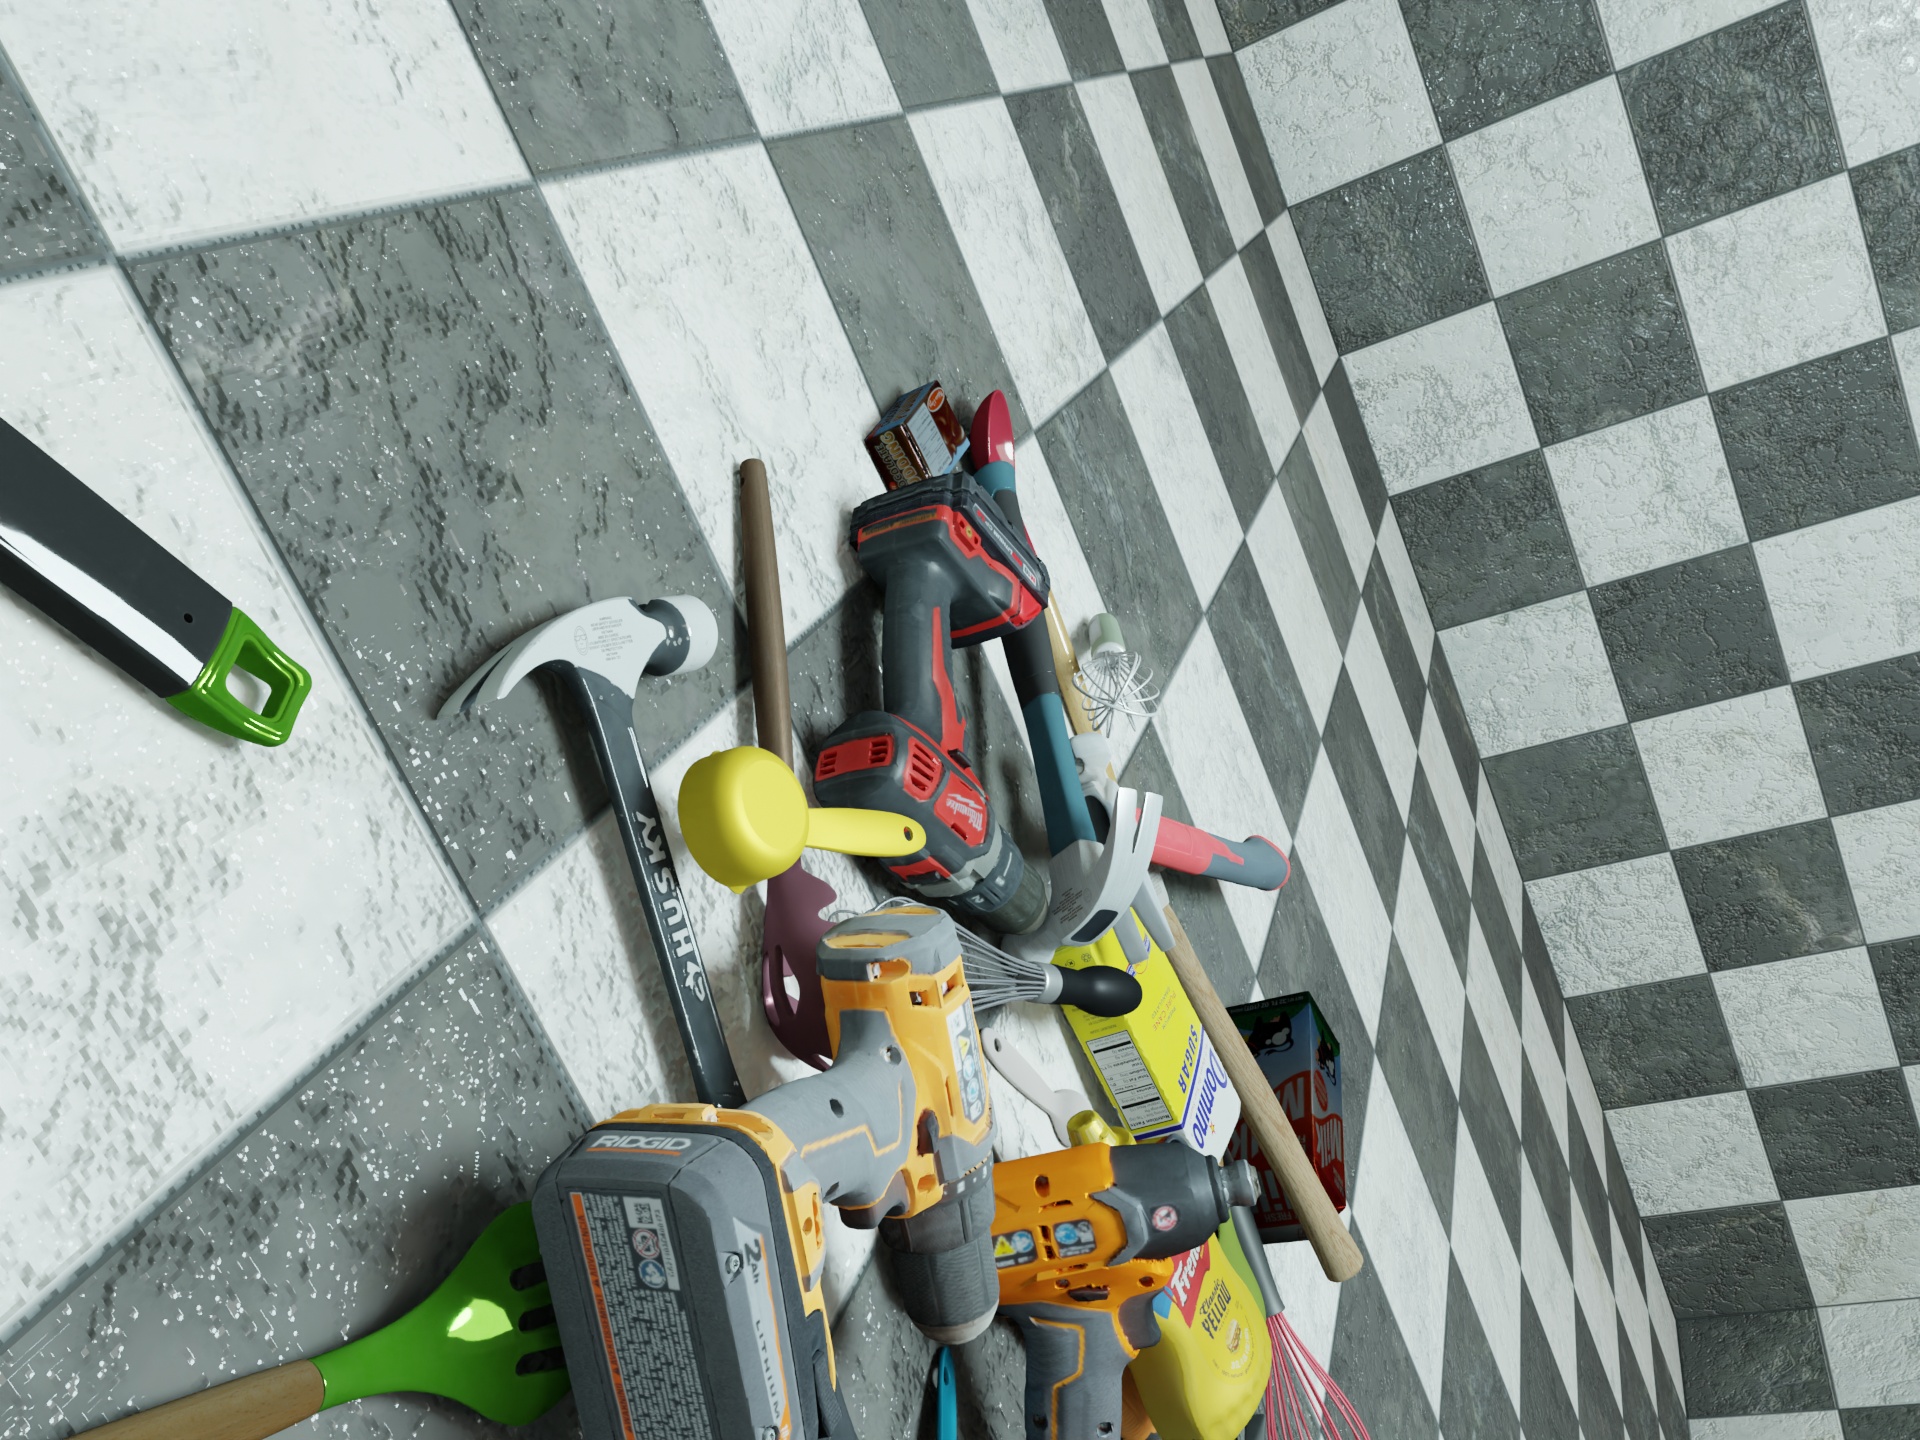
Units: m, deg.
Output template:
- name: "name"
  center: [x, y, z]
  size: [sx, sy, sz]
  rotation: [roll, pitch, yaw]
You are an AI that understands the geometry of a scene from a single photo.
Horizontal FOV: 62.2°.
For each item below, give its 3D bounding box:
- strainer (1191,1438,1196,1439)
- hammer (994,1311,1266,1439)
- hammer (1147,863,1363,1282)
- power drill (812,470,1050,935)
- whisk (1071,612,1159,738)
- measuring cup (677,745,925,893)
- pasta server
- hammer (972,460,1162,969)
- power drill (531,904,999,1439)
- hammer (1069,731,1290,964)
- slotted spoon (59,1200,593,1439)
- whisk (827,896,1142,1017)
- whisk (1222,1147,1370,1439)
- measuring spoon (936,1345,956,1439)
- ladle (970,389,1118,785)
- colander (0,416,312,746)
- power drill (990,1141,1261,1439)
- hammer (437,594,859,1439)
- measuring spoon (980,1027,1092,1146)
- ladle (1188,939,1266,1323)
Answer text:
- name: "strainer"
  center: [-0.043, 0.359, 0.557]
  size: [0.340, 0.095, 0.211]
  rotation: [13, 93, -49]
- name: "hammer"
  center: [0.098, 0.383, 0.902]
  size: [0.336, 0.034, 0.127]
  rotation: [56, 31, -32]
- name: "hammer"
  center: [0.189, 0.235, 1.105]
  size: [0.331, 0.031, 0.130]
  rotation: [62, 23, 4]
- name: "power drill"
  center: [-0.001, -0.003, 0.891]
  size: [0.187, 0.080, 0.227]
  rotation: [45, 40, -45]
- name: "whisk"
  center: [0.103, -0.041, 1.101]
  size: [0.246, 0.059, 0.057]
  rotation: [-81, -170, -75]
- name: "measuring cup"
  center: [-0.057, 0.043, 0.692]
  size: [0.156, 0.029, 0.062]
  rotation: [10, 65, -52]
- name: "pasta server"
  center: [-0.082, 0.011, 0.759]
  size: [0.040, 0.060, 0.316]
  rotation: [13, 58, -37]
- name: "hammer"
  center: [0.046, -0.020, 0.981]
  size: [0.033, 0.128, 0.331]
  rotation: [13, 53, -35]
- name: "power drill"
  center: [-0.049, 0.190, 0.596]
  size: [0.226, 0.084, 0.185]
  rotation: [-30, 112, -63]
- name: "hammer"
  center: [0.172, 0.107, 1.125]
  size: [0.386, 0.038, 0.143]
  rotation: [21, 46, -61]
- name: "slotted spoon"
  center: [-0.197, 0.190, 0.429]
  size: [0.313, 0.031, 0.070]
  rotation: [7, 74, -61]
- name: "whisk"
  center: [0.025, 0.136, 0.844]
  size: [0.284, 0.070, 0.070]
  rotation: [19, 58, -53]
- name: "whisk"
  center: [0.222, 0.431, 1.106]
  size: [0.073, 0.073, 0.296]
  rotation: [0, 68, -64]
- name: "measuring spoon"
  center: [-0.015, 0.346, 0.723]
  size: [0.129, 0.021, 0.042]
  rotation: [-88, 159, -52]
- name: "ladle"
  center: [0.063, -0.076, 1.120]
  size: [0.069, 0.031, 0.315]
  rotation: [-44, 117, -67]
- name: "colander"
  center: [-0.282, -0.125, 0.366]
  size: [0.396, 0.094, 0.205]
  rotation: [49, 34, -40]
- name: "power drill"
  center: [0.080, 0.312, 0.754]
  size: [0.084, 0.164, 0.226]
  rotation: [-32, 108, -83]
- name: "hammer"
  center: [-0.100, 0.149, 0.642]
  size: [0.149, 0.036, 0.409]
  rotation: [-17, 90, -64]
- name: "measuring spoon"
  center: [0.047, 0.210, 0.923]
  size: [0.124, 0.018, 0.034]
  rotation: [50, 34, -39]
- name: "ladle"
  center: [0.159, 0.287, 1.091]
  size: [0.078, 0.062, 0.320]
  rotation: [48, 29, -40]
